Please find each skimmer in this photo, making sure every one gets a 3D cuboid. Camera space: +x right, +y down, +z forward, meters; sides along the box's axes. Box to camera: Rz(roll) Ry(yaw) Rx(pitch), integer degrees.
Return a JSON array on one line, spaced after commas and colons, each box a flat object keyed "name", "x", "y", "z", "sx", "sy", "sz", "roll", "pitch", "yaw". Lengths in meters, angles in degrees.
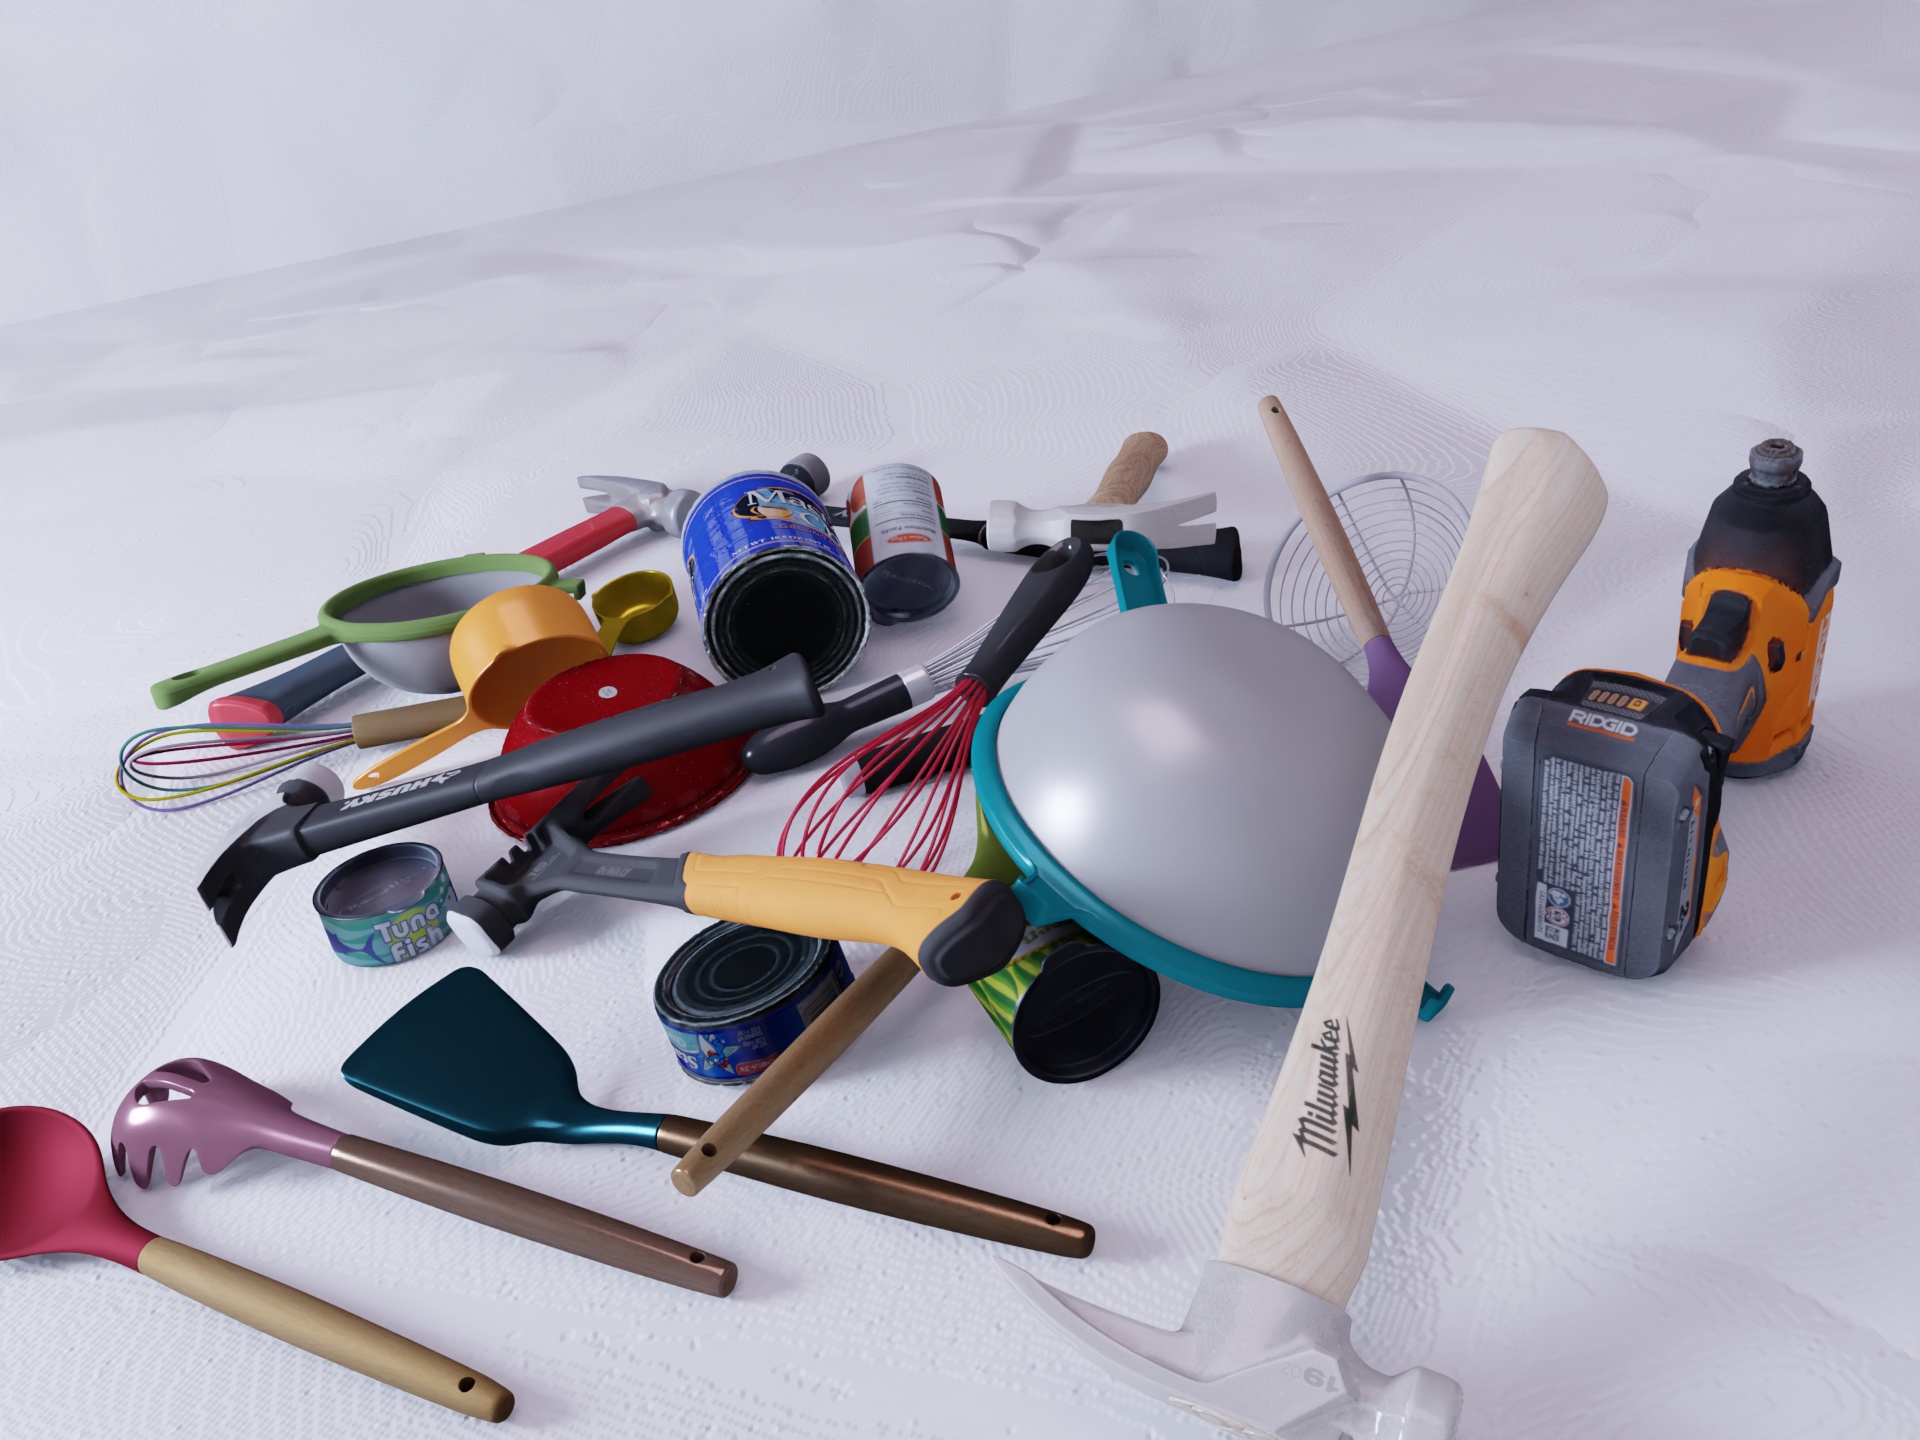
[{"name": "skimmer", "x": 0.105, "y": -0.039, "z": 0.869, "sx": 0.363, "sy": 0.090, "sz": 0.127, "roll": -17, "pitch": 55, "yaw": -10}]

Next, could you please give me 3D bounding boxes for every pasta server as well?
[{"name": "pasta server", "x": -0.227, "y": 0.187, "z": 0.644, "sx": 0.316, "sy": 0.040, "sz": 0.060, "roll": 9, "pitch": 34, "yaw": 23}]

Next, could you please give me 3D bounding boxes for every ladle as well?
[{"name": "ladle", "x": -0.016, "y": 0.090, "z": 0.688, "sx": 0.078, "sy": 0.062, "sz": 0.320, "roll": 30, "pitch": 39, "yaw": 17}, {"name": "ladle", "x": -0.295, "y": 0.213, "z": 0.616, "sx": 0.315, "sy": 0.031, "sz": 0.069, "roll": 9, "pitch": 45, "yaw": 27}]

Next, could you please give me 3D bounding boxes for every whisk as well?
[{"name": "whisk", "x": 0.002, "y": -0.034, "z": 0.930, "sx": 0.284, "sy": 0.070, "sz": 0.070, "roll": -24, "pitch": 32, "yaw": -16}, {"name": "whisk", "x": -0.399, "y": 0.008, "z": 0.990, "sx": 0.245, "sy": 0.051, "sz": 0.047, "roll": -11, "pitch": 24, "yaw": -8}, {"name": "whisk", "x": -0.001, "y": -0.003, "z": 0.817, "sx": 0.073, "sy": 0.073, "sz": 0.296, "roll": 10, "pitch": 47, "yaw": 31}]

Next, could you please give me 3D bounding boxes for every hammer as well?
[{"name": "hammer", "x": -0.099, "y": 0.069, "z": 0.704, "sx": 0.337, "sy": 0.034, "sz": 0.127, "roll": 1, "pitch": 41, "yaw": 45}, {"name": "hammer", "x": 0.006, "y": -0.133, "z": 1.119, "sx": 0.409, "sy": 0.036, "sz": 0.149, "roll": 10, "pitch": 36, "yaw": 30}, {"name": "hammer", "x": -0.367, "y": -0.089, "z": 1.152, "sx": 0.143, "sy": 0.038, "sz": 0.386, "roll": 14, "pitch": 37, "yaw": 38}, {"name": "hammer", "x": -0.225, "y": 0.029, "z": 0.798, "sx": 0.335, "sy": 0.035, "sz": 0.146, "roll": -16, "pitch": 23, "yaw": 12}, {"name": "hammer", "x": 0.152, "y": 0.047, "z": 0.578, "sx": 0.146, "sy": 0.038, "sz": 0.411, "roll": 16, "pitch": 61, "yaw": 18}, {"name": "hammer", "x": 0.111, "y": -0.157, "z": 1.061, "sx": 0.130, "sy": 0.031, "sz": 0.331, "roll": 3, "pitch": 19, "yaw": 11}]

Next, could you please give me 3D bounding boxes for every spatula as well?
[{"name": "spatula", "x": -0.097, "y": 0.161, "z": 0.629, "sx": 0.317, "sy": 0.044, "sz": 0.082, "roll": 7, "pitch": 28, "yaw": 25}, {"name": "spatula", "x": 0.205, "y": -0.058, "z": 0.826, "sx": 0.060, "sy": 0.018, "sz": 0.316, "roll": -11, "pitch": 54, "yaw": -2}]

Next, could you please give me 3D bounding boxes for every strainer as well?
[{"name": "strainer", "x": -0.367, "y": -0.037, "z": 0.997, "sx": 0.256, "sy": 0.069, "sz": 0.152, "roll": -27, "pitch": 29, "yaw": -37}, {"name": "strainer", "x": 0.115, "y": -0.024, "z": 0.731, "sx": 0.211, "sy": 0.095, "sz": 0.341, "roll": 15, "pitch": 35, "yaw": -14}]

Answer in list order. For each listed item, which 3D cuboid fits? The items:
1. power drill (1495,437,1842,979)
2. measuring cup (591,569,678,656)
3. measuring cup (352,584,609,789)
[{"name": "power drill", "x": 0.316, "y": -0.013, "z": 0.689, "sx": 0.084, "sy": 0.164, "sz": 0.226, "roll": 19, "pitch": 42, "yaw": 37}, {"name": "measuring cup", "x": -0.231, "y": -0.043, "z": 1.053, "sx": 0.062, "sy": 0.029, "sz": 0.157, "roll": 0, "pitch": 43, "yaw": 17}, {"name": "measuring cup", "x": -0.298, "y": -0.020, "z": 0.960, "sx": 0.173, "sy": 0.095, "sz": 0.052, "roll": -30, "pitch": 64, "yaw": 2}]
